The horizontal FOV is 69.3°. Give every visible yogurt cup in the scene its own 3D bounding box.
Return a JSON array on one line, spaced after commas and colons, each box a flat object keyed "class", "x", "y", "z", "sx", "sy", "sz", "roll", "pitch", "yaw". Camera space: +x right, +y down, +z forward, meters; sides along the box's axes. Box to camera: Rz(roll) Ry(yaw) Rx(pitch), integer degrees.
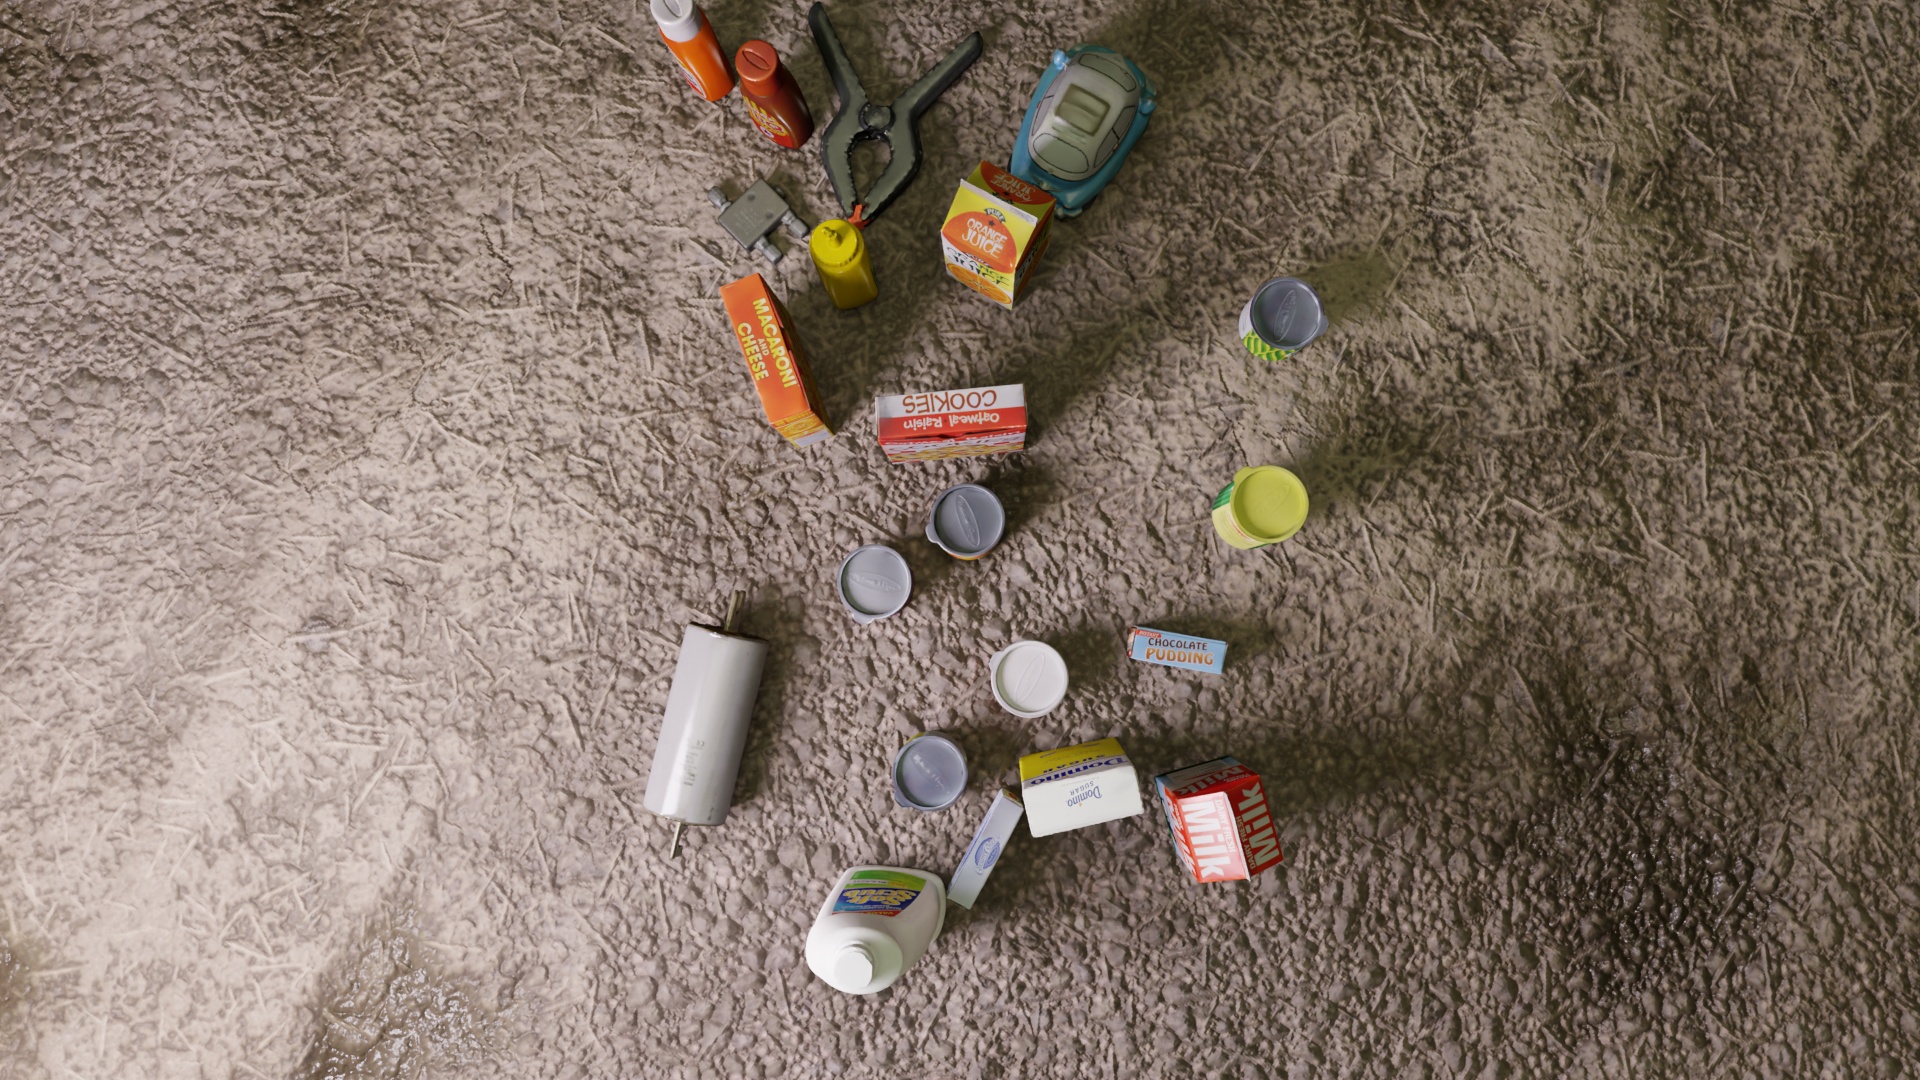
[{"class": "yogurt cup", "x": 0.061, "y": 0.123, "z": 1.241, "sx": 0.072, "sy": 0.054, "sz": 0.072, "roll": 0, "pitch": 86, "yaw": 1}]

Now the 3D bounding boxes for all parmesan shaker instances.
[{"class": "parmesan shaker", "x": 0.260, "y": -0.030, "z": 1.223, "sx": 0.071, "sy": 0.103, "sz": 0.071, "roll": 0, "pitch": 87, "yaw": 1}]

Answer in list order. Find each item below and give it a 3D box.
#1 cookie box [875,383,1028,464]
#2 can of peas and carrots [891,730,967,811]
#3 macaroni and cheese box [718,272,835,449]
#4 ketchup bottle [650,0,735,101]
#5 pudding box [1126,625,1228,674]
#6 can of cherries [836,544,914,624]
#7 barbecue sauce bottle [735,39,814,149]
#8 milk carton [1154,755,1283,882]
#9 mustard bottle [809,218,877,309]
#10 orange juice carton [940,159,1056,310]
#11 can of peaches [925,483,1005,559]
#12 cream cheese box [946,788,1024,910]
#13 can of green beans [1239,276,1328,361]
[{"class": "cookie box", "x": -0.006, "y": -0.098, "z": 1.201, "sx": 0.123, "sy": 0.167, "sz": 0.040, "roll": -6, "pitch": 87, "yaw": 1}, {"class": "can of peas and carrots", "x": -0.028, "y": 0.206, "z": 1.235, "sx": 0.071, "sy": 0.058, "sz": 0.071, "roll": 0, "pitch": 86, "yaw": 1}, {"class": "macaroni and cheese box", "x": -0.156, "y": -0.153, "z": 1.208, "sx": 0.040, "sy": 0.166, "sz": 0.123, "roll": -21, "pitch": 86, "yaw": 0}, {"class": "ketchup bottle", "x": -0.240, "y": -0.447, "z": 1.238, "sx": 0.043, "sy": 0.149, "sz": 0.065, "roll": -35, "pitch": 87, "yaw": -1}, {"class": "pudding box", "x": 0.193, "y": 0.098, "z": 1.243, "sx": 0.084, "sy": 0.049, "sz": 0.030, "roll": 10, "pitch": 87, "yaw": 2}, {"class": "can of cherries", "x": -0.077, "y": 0.040, "z": 1.247, "sx": 0.071, "sy": 0.058, "sz": 0.071, "roll": 0, "pitch": 86, "yaw": 1}, {"class": "barbecue sauce bottle", "x": -0.168, "y": -0.398, "z": 1.234, "sx": 0.065, "sy": 0.148, "sz": 0.043, "roll": 36, "pitch": 88, "yaw": 3}, {"class": "milk carton", "x": 0.216, "y": 0.233, "z": 1.162, "sx": 0.073, "sy": 0.190, "sz": 0.072, "roll": -16, "pitch": 87, "yaw": 0}, {"class": "mustard bottle", "x": -0.104, "y": -0.248, "z": 1.216, "sx": 0.049, "sy": 0.160, "sz": 0.065, "roll": -20, "pitch": 86, "yaw": 0}, {"class": "orange juice carton", "x": 0.033, "y": -0.266, "z": 1.199, "sx": 0.072, "sy": 0.192, "sz": 0.073, "roll": 30, "pitch": 88, "yaw": 3}, {"class": "can of peaches", "x": 0.004, "y": -0.016, "z": 1.250, "sx": 0.071, "sy": 0.058, "sz": 0.071, "roll": 0, "pitch": 86, "yaw": 1}, {"class": "cream cheese box", "x": 0.022, "y": 0.273, "z": 1.232, "sx": 0.024, "sy": 0.053, "sz": 0.104, "roll": 29, "pitch": 87, "yaw": 3}, {"class": "can of green beans", "x": 0.289, "y": -0.199, "z": 1.257, "sx": 0.071, "sy": 0.058, "sz": 0.071, "roll": 0, "pitch": 86, "yaw": 1}]
